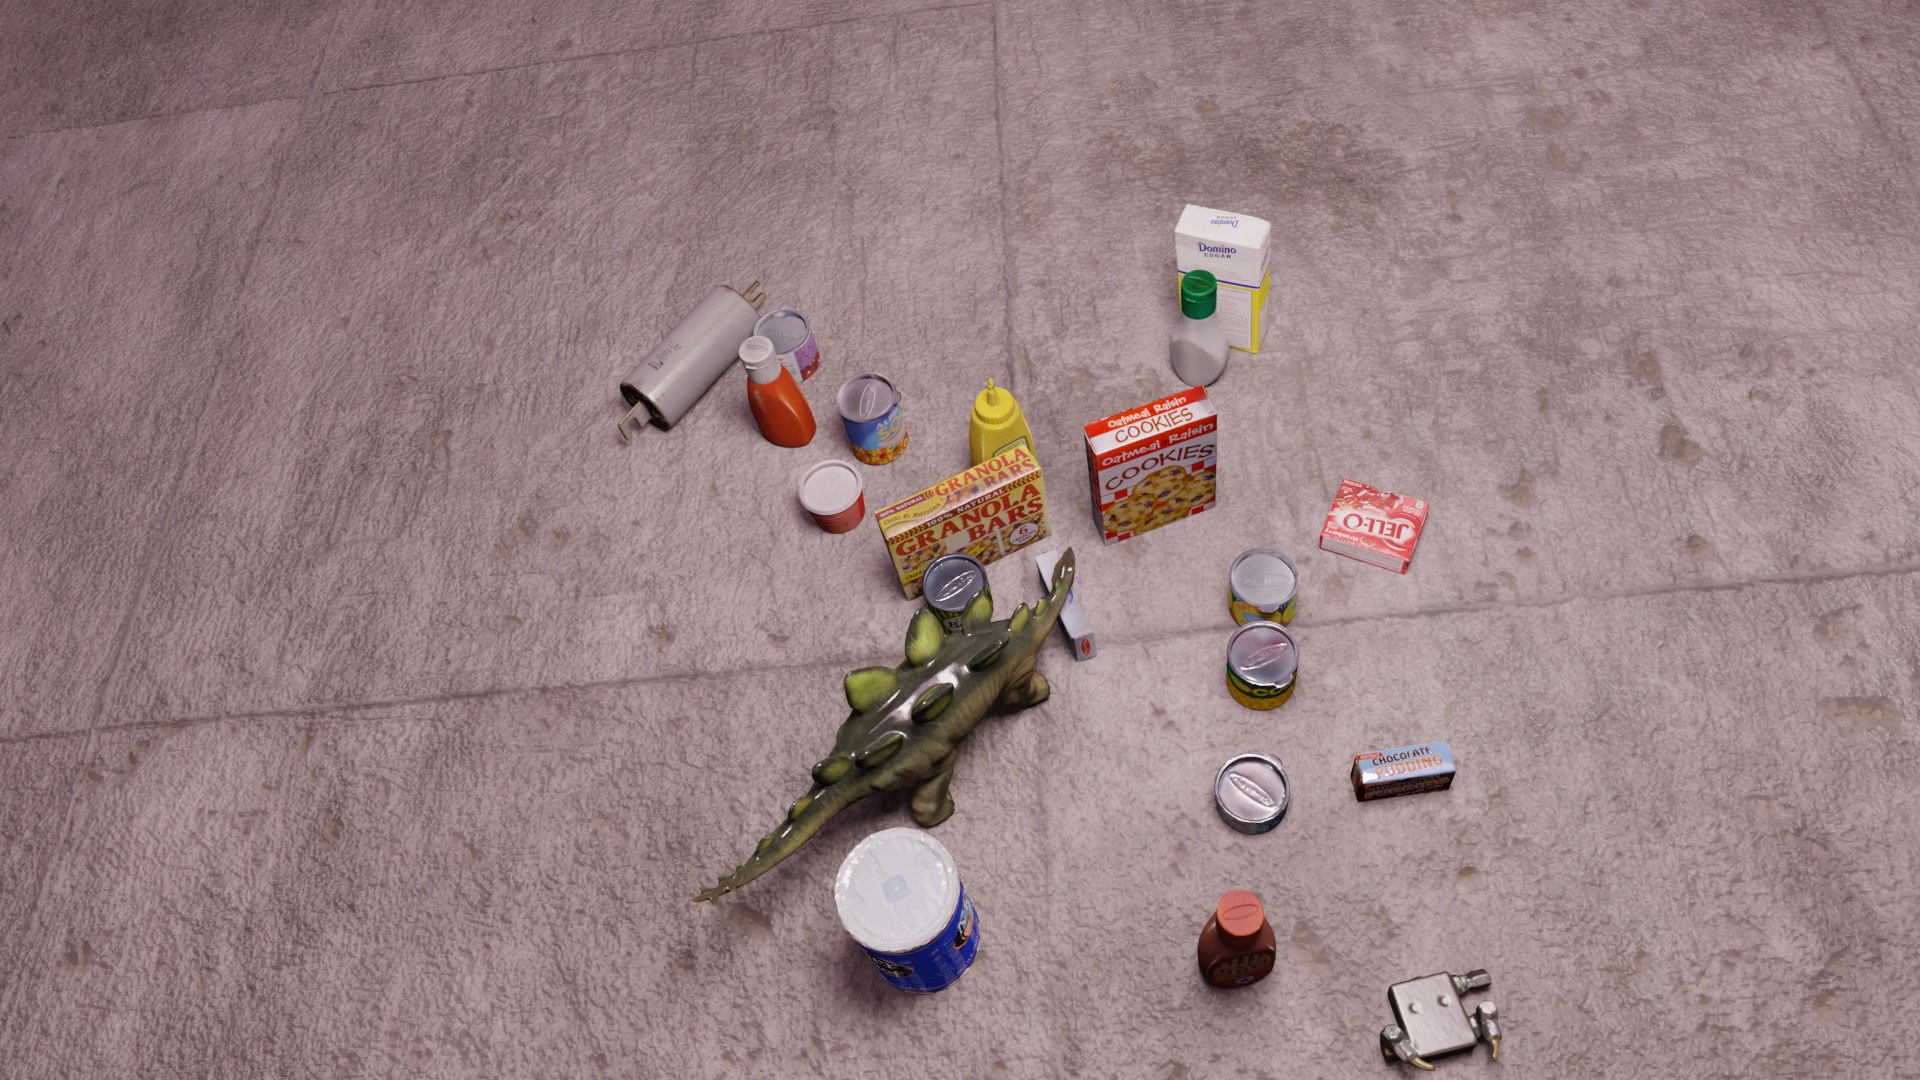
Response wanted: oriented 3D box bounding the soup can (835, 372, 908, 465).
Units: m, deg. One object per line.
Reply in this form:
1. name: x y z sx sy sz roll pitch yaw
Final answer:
1. soup can: -0.092 -0.130 1.503 0.071 0.083 0.071 -4 58 7

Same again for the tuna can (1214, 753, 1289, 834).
1. tuna can: 0.264 0.226 1.250 0.071 0.032 0.071 -4 58 7

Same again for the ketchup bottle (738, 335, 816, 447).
1. ketchup bottle: -0.202 -0.160 1.501 0.065 0.148 0.044 12 61 16

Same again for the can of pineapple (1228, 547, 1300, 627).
1. can of pineapple: 0.292 0.050 1.342 0.071 0.057 0.071 -4 58 7

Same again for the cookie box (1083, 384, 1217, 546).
1. cookie box: 0.189 -0.072 1.371 0.123 0.166 0.040 -20 57 -3

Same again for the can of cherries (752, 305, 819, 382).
1. can of cherries: -0.197 -0.224 1.595 0.071 0.058 0.072 -4 58 7

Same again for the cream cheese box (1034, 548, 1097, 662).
1. cream cheese box: 0.104 0.064 1.367 0.024 0.053 0.104 -20 57 -3

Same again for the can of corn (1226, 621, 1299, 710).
1. can of corn: 0.283 0.120 1.299 0.071 0.058 0.071 -4 58 7

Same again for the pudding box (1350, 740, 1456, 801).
1. pudding box: 0.393 0.205 1.233 0.084 0.049 0.030 -9 57 4

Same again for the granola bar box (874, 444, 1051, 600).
1. granola bar box: 0.005 -0.017 1.392 0.166 0.123 0.039 -25 58 -6

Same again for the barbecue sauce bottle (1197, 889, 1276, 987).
1. barbecue sauce bottle: 0.225 0.323 1.127 0.065 0.148 0.044 -14 57 1

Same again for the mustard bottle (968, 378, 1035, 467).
1. mustard bottle: 0.039 -0.111 1.424 0.065 0.159 0.049 -30 58 -9

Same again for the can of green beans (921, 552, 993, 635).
1. can of green beans: -0.002 0.055 1.387 0.071 0.057 0.071 -4 58 7

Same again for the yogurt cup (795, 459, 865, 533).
1. yogurt cup: -0.133 -0.044 1.473 0.072 0.053 0.073 -4 58 7

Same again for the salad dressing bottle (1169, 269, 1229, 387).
1. salad dressing bottle: 0.252 -0.223 1.467 0.064 0.147 0.044 24 65 22
